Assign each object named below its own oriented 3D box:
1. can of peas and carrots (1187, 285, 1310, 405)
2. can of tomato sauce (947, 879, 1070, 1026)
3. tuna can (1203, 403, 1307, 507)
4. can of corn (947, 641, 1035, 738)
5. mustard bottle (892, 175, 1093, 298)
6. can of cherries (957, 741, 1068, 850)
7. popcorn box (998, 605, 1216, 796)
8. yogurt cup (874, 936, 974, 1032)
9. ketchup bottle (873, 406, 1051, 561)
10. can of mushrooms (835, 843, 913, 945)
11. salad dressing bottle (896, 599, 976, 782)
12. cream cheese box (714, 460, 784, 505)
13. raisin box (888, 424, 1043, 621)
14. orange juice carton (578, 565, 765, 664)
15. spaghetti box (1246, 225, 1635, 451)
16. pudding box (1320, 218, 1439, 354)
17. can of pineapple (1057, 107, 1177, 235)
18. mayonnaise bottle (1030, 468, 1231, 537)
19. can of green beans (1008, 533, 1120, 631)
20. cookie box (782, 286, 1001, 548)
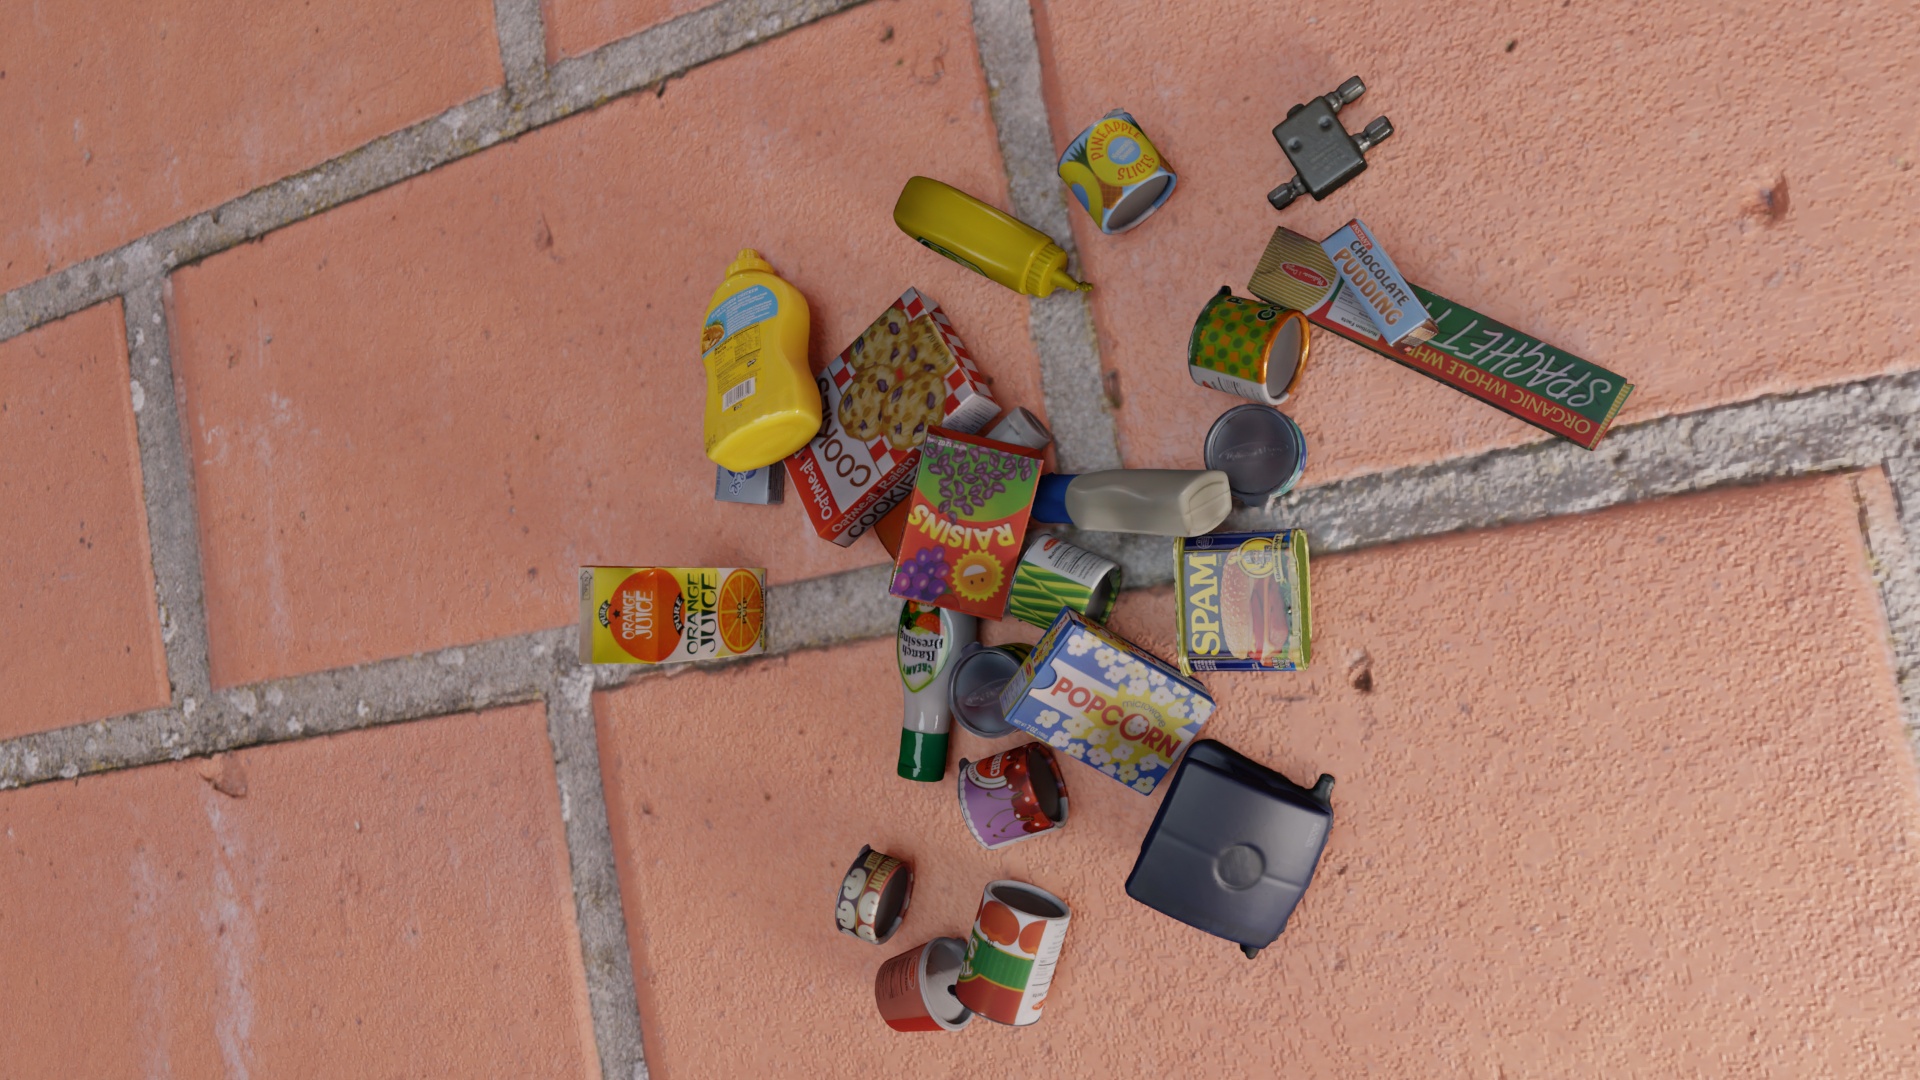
[{"bbox_3d":[0.197,-0.132,0.942,0.059,0.071,0.071,21,98,34],"label":"can of peas and carrots"},{"bbox_3d":[0.036,0.299,1.013,0.071,0.071,0.083,19,96,24],"label":"can of tomato sauce"},{"bbox_3d":[0.205,-0.058,0.960,0.071,0.033,0.071,0,89,25],"label":"tuna can"},{"bbox_3d":[0.031,0.107,1.023,0.071,0.058,0.071,0,89,25],"label":"can of corn"},{"bbox_3d":[0.027,-0.218,1.030,0.160,0.065,0.048,31,98,18],"label":"mustard bottle"},{"bbox_3d":[0.038,0.184,1.013,0.058,0.071,0.071,-22,80,23],"label":"can of cherries"},{"bbox_3d":[0.102,0.112,0.965,0.126,0.038,0.085,30,105,-17],"label":"popcorn box"},{"bbox_3d":[-0.027,0.337,1.044,0.054,0.072,0.072,-24,80,31],"label":"yogurt cup"},{"bbox_3d":[0.003,-0.039,1.047,0.148,0.043,0.065,-43,68,18],"label":"ketchup bottle"},{"bbox_3d":[-0.065,0.270,1.060,0.033,0.071,0.071,14,95,24],"label":"can of mushrooms"},{"bbox_3d":[-0.022,0.107,1.055,0.064,0.044,0.147,7,92,38],"label":"salad dressing bottle"},{"bbox_3d":[-0.170,-0.082,1.138,0.053,0.024,0.103,5,92,23],"label":"cream cheese box"},{"bbox_3d":[0.004,-0.012,0.996,0.086,0.040,0.123,13,105,-5],"label":"raisin box"},{"bbox_3d":[-0.231,0.055,1.071,0.073,0.193,0.072,0,89,24],"label":"orange juice carton"},{"bbox_3d":[0.310,-0.135,0.915,0.250,0.029,0.050,31,102,22],"label":"spaghetti box"},{"bbox_3d":[0.269,-0.162,0.890,0.030,0.050,0.084,-36,75,21],"label":"pudding box"},{"bbox_3d":[0.112,-0.261,0.987,0.071,0.071,0.058,-39,75,19],"label":"can of pineapple"},{"bbox_3d":[0.113,-0.028,0.974,0.148,0.065,0.041,3,111,45],"label":"mayonnaise bottle"},{"bbox_3d":[0.076,0.036,1.000,0.058,0.071,0.071,23,99,23],"label":"can of green beans"},{"bbox_3d":[-0.062,-0.093,1.062,0.167,0.040,0.123,-41,54,19],"label":"cookie box"}]
